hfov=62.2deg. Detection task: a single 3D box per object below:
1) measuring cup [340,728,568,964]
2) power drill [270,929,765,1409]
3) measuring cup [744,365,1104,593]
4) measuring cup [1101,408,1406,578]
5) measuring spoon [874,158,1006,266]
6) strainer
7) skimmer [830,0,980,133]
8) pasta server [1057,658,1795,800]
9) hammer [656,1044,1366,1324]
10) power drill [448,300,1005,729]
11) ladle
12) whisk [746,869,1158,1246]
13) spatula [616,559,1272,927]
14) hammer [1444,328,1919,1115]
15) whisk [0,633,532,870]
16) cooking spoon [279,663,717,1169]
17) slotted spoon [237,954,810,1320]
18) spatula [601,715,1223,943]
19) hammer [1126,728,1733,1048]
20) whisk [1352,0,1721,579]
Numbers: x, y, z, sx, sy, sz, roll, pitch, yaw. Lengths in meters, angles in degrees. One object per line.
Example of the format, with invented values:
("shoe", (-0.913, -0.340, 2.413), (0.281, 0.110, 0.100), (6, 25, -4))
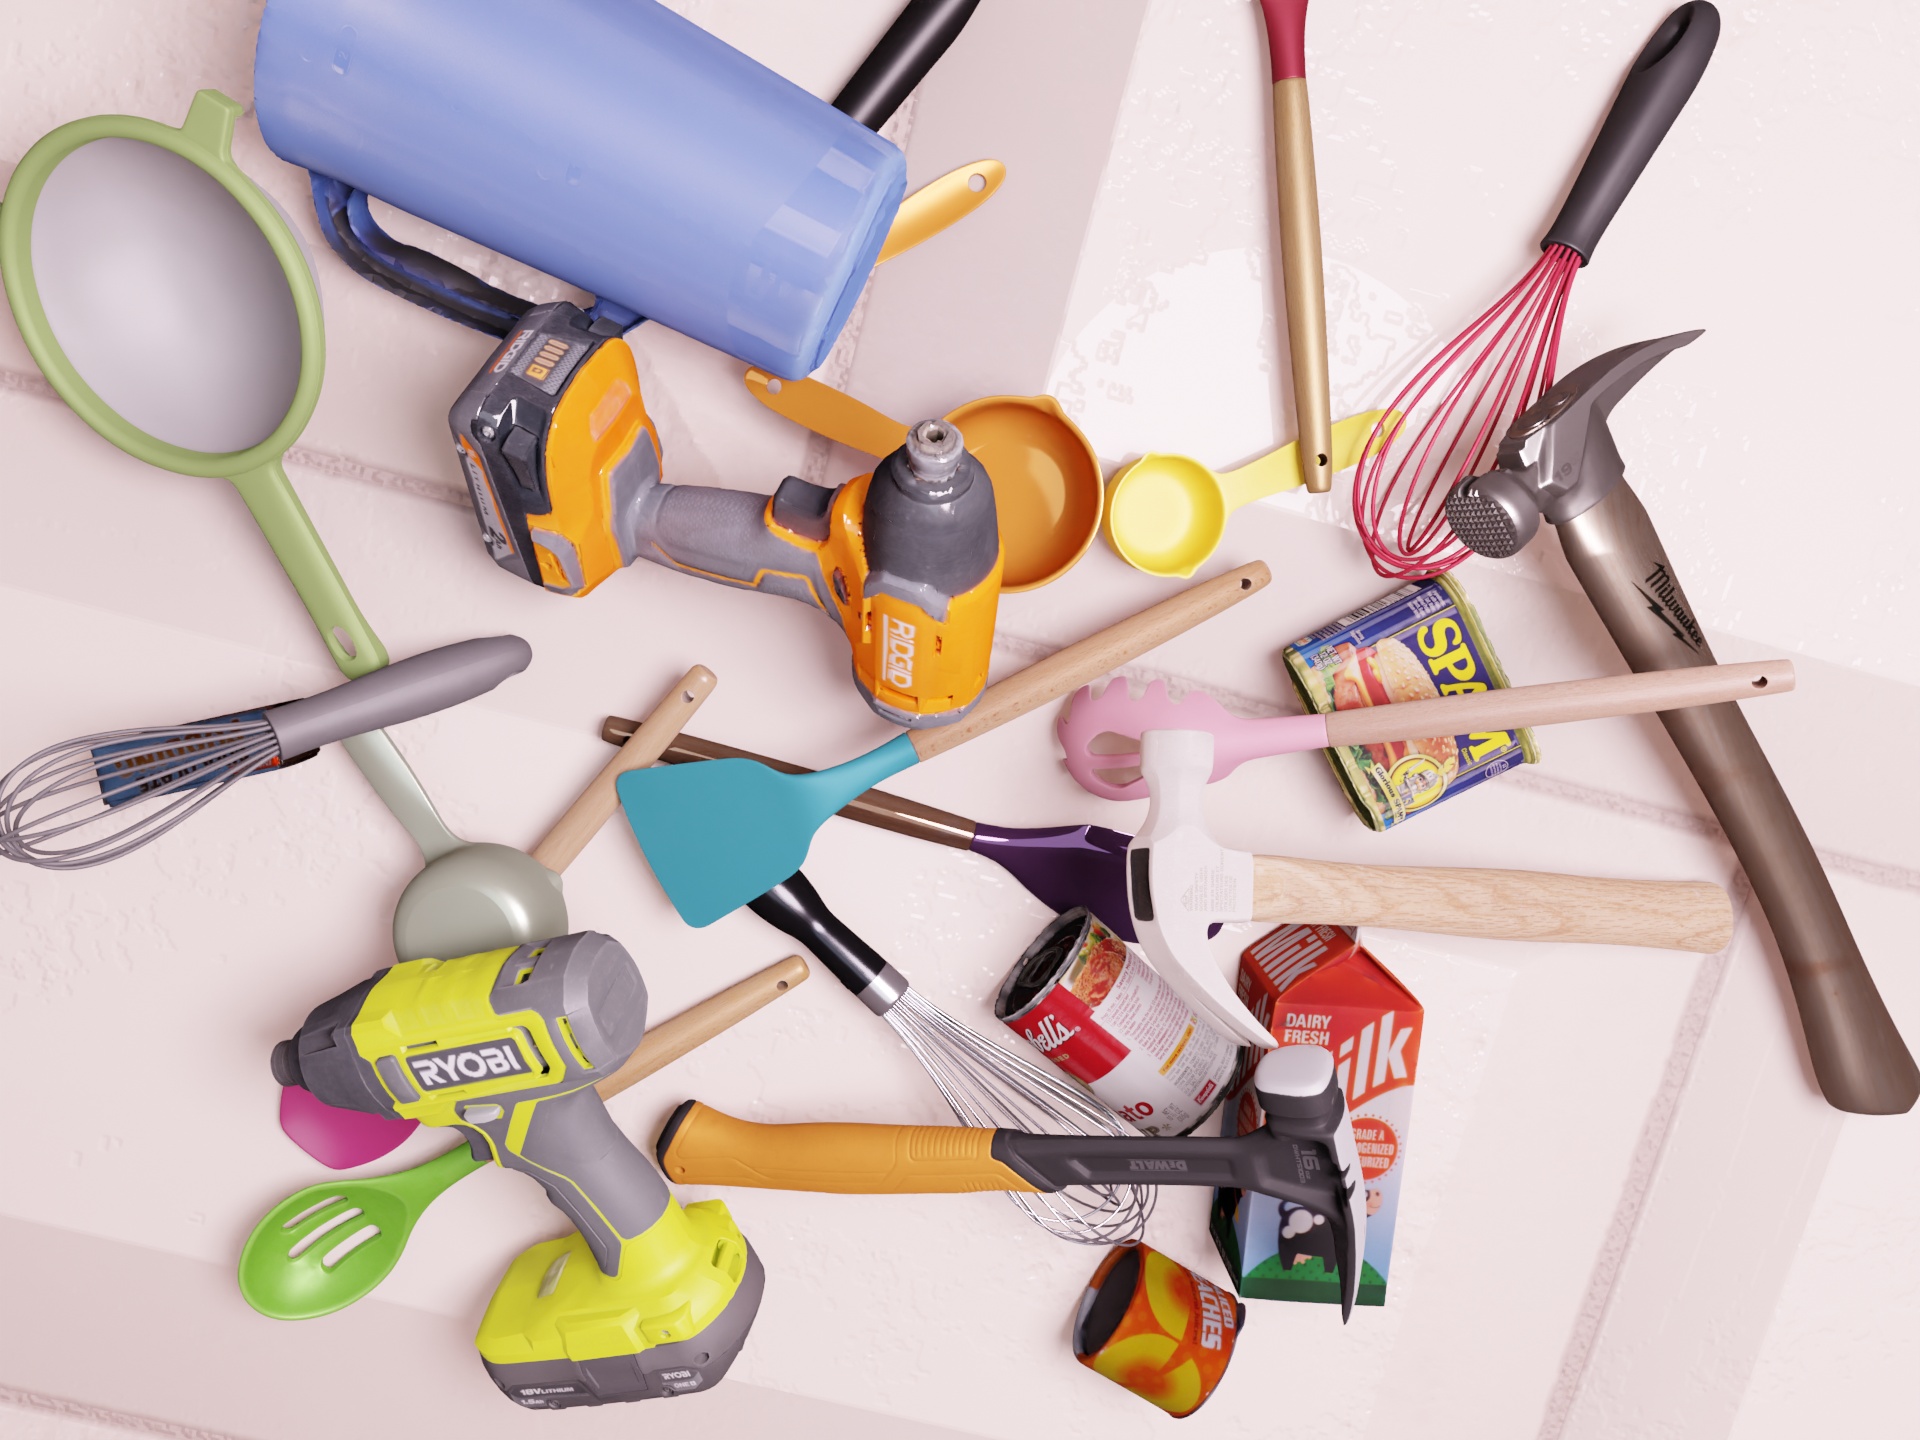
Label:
("measuring cup", (-0.247, 0.059, 0.728), (0.083, 0.038, 0.167), (-32, 95, 9))
("power drill", (-0.195, 0.204, 0.721), (0.171, 0.080, 0.223), (-13, 116, 16))
("measuring cup", (-0.016, -0.121, 0.729), (0.173, 0.052, 0.095), (26, 98, 4))
("measuring cup", (0.138, -0.115, 0.751), (0.156, 0.029, 0.062), (-23, 104, -11))
("measuring spoon", (-0.029, -0.224, 0.732), (0.117, 0.011, 0.021), (-32, 94, -1))
("strainer", (-0.309, -0.141, 0.707), (0.151, 0.069, 0.256), (-12, 115, 22))
("skimmer", (0.036, -0.391, 0.667), (0.127, 0.090, 0.363), (44, 99, 25))
("pasta server", (0.190, -0.002, 0.701), (0.316, 0.040, 0.060), (-8, 107, 20))
("hammer", (0.011, 0.204, 0.721), (0.337, 0.034, 0.127), (-5, 116, 24))
("power drill", (-0.089, -0.091, 0.658), (0.226, 0.164, 0.084), (21, 59, 8))
("ladle", (0.152, -0.261, 0.715), (0.069, 0.031, 0.315), (-5, 97, -1))
("whisk", (-0.014, 0.152, 0.767), (0.284, 0.070, 0.070), (43, 95, -3))
("spatula", (-0.001, -0.002, 0.734), (0.317, 0.044, 0.082), (-26, 100, -5))
("hammer", (0.368, 0.021, 0.744), (0.146, 0.038, 0.410), (-41, 109, -19))
("whisk", (-0.298, 0.008, 0.694), (0.239, 0.055, 0.055), (-24, 101, -31))
("cooking spoon", (-0.220, 0.095, 0.760), (0.068, 0.017, 0.319), (41, 100, -4))
("slotted spoon", (-0.211, 0.199, 0.782), (0.314, 0.031, 0.070), (-30, 117, 0))
("spatula", (-0.020, 0.051, 0.769), (0.316, 0.018, 0.059), (17, 115, -4))
("hammer", (0.223, 0.084, 0.720), (0.331, 0.031, 0.130), (7, 82, -24))
("whisk", (0.264, -0.195, 0.723), (0.073, 0.073, 0.296), (29, 92, -6))
